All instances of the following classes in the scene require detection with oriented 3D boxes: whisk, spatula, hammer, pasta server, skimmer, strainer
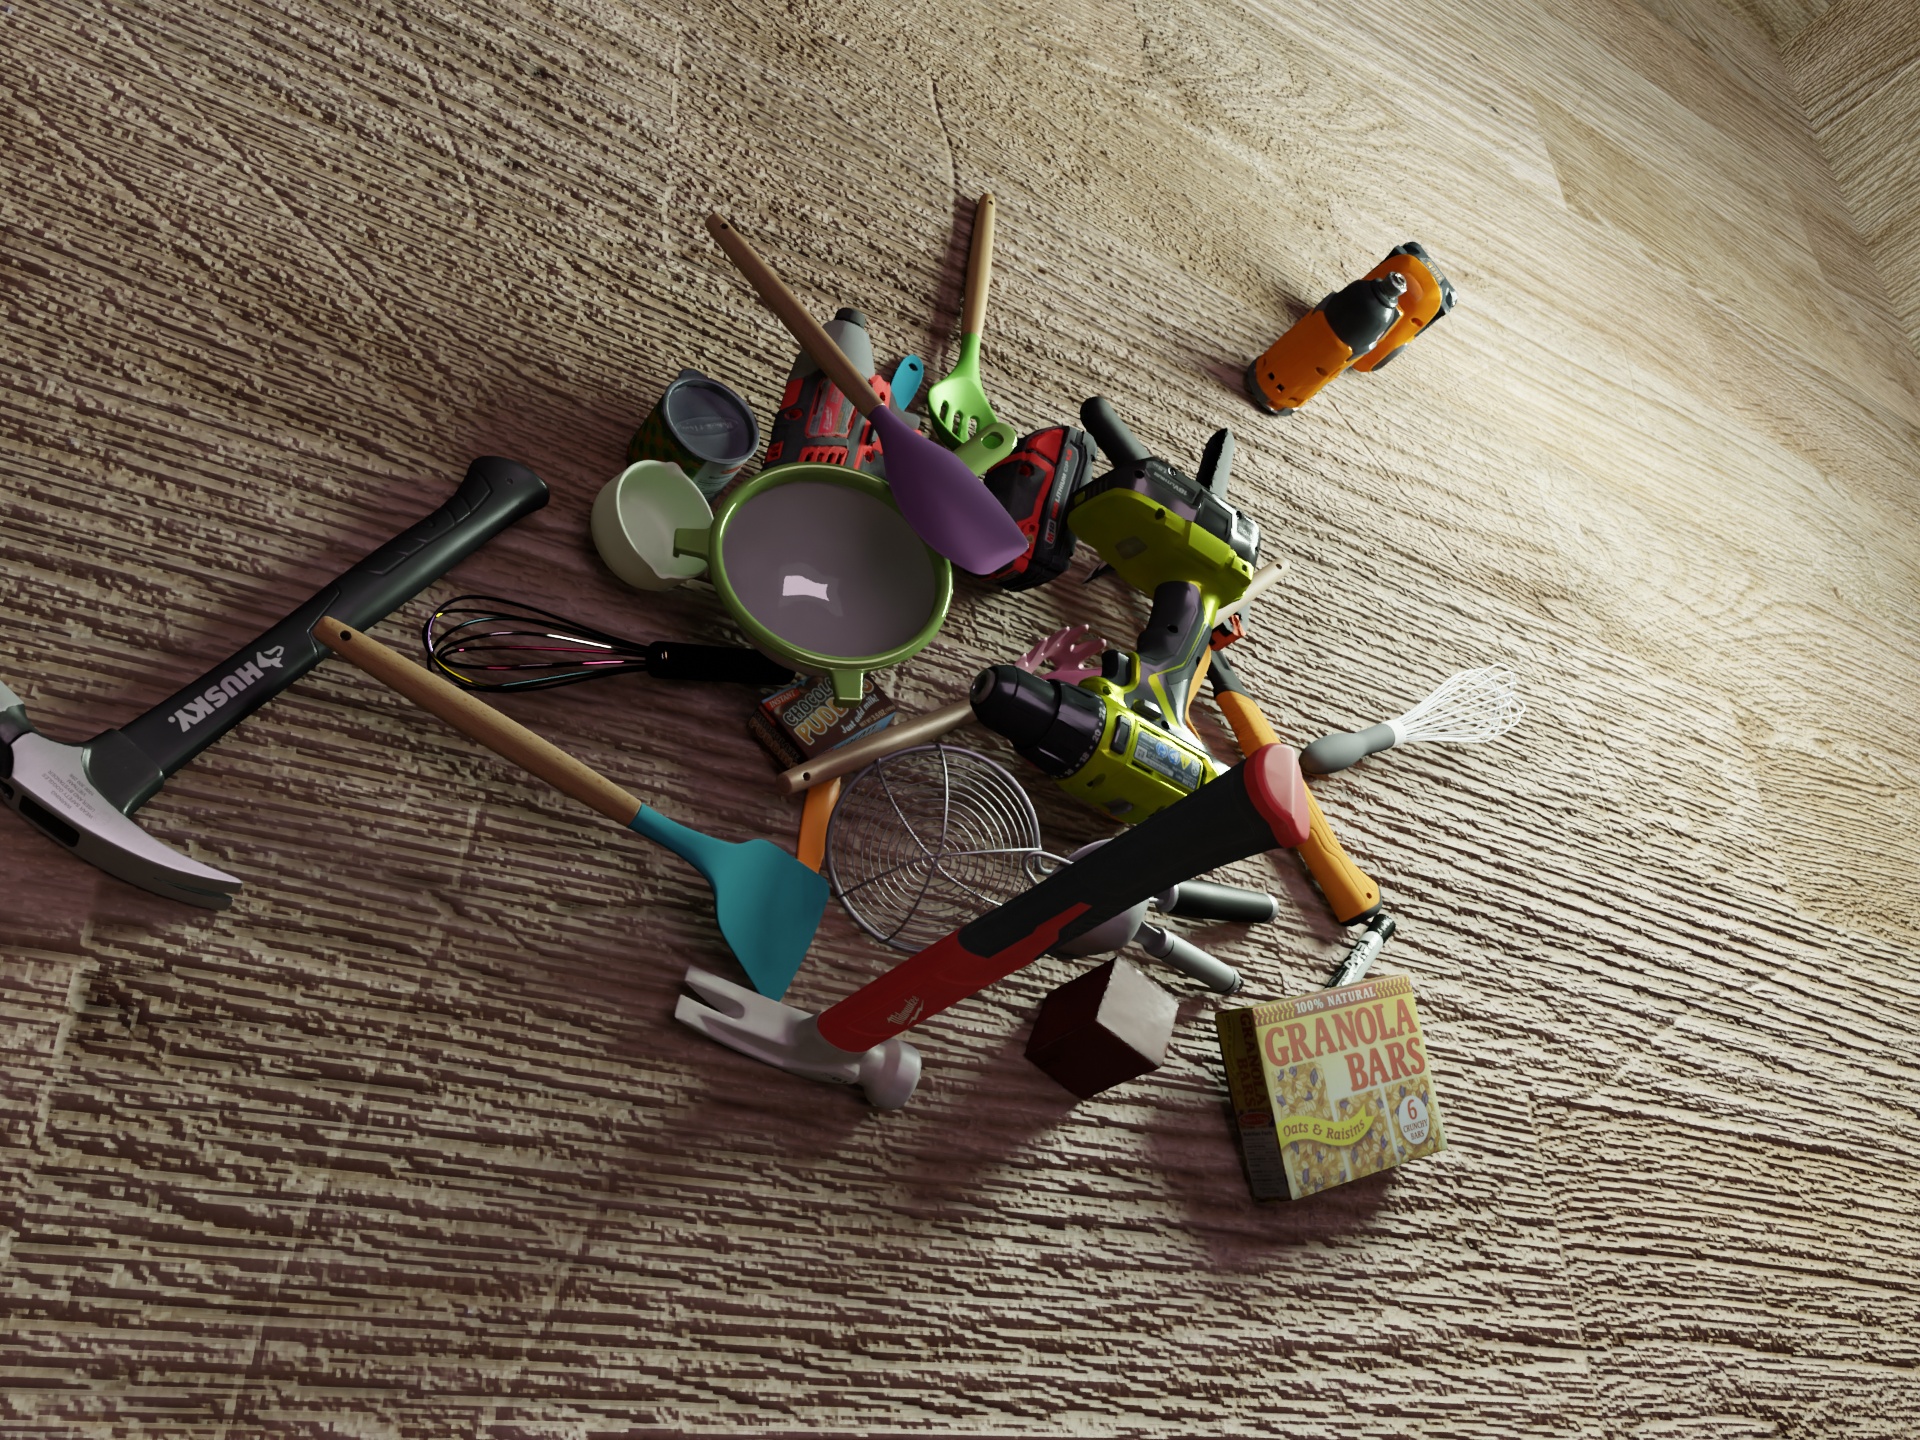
[{"bbox_3d":[-0.192,-0.032,0.907,0.244,0.051,0.047,3,24,-45],"label":"whisk"},{"bbox_3d":[-0.071,-0.213,1.013,0.060,0.018,0.316,-31,73,-24],"label":"spatula"},{"bbox_3d":[0.217,0.006,1.212,0.127,0.034,0.337,-21,78,-44],"label":"hammer"},{"bbox_3d":[0.377,0.006,1.325,0.284,0.070,0.070,-15,74,-37],"label":"whisk"},{"bbox_3d":[-0.002,-0.003,1.026,0.316,0.040,0.060,-22,94,-50],"label":"pasta server"},{"bbox_3d":[0.007,0.098,0.746,0.143,0.386,0.038,28,51,-22],"label":"hammer"},{"bbox_3d":[0.075,0.099,1.037,0.363,0.090,0.127,13,93,-45],"label":"skimmer"},{"bbox_3d":[-0.201,0.041,0.846,0.317,0.044,0.082,35,60,-18],"label":"spatula"},{"bbox_3d":[0.123,0.138,1.005,0.258,0.087,0.050,33,8,-48],"label":"strainer"},{"bbox_3d":[-0.327,-0.044,0.823,0.146,0.035,0.335,45,46,-6],"label":"hammer"},{"bbox_3d":[-0.053,-0.110,1.008,0.151,0.069,0.256,42,55,8],"label":"strainer"}]

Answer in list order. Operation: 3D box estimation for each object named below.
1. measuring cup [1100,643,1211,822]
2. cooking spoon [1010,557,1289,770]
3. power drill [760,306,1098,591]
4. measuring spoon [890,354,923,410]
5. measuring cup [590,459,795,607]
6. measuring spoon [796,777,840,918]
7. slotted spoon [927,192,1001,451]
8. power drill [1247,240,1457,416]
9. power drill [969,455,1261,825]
[{"bbox_3d":[0.138,0.004,1.139,0.095,0.052,0.174,39,45,-7],"label":"measuring cup"},{"bbox_3d":[0.142,-0.050,1.121,0.319,0.017,0.069,-33,79,-38],"label":"cooking spoon"},{"bbox_3d":[-0.022,-0.183,1.091,0.219,0.078,0.143,20,76,-25],"label":"power drill"},{"bbox_3d":[-0.051,-0.232,1.167,0.042,0.021,0.129,37,38,-16],"label":"measuring spoon"},{"bbox_3d":[-0.159,-0.099,0.992,0.167,0.038,0.083,29,52,-43],"label":"measuring cup"},{"bbox_3d":[-0.086,0.067,0.956,0.021,0.011,0.117,27,50,-23],"label":"measuring spoon"},{"bbox_3d":[0.012,-0.316,1.255,0.070,0.031,0.314,25,50,-24],"label":"slotted spoon"},{"bbox_3d":[0.377,-0.373,1.477,0.084,0.164,0.226,53,44,2],"label":"power drill"},{"bbox_3d":[0.107,-0.052,1.037,0.190,0.080,0.229,28,62,-25],"label":"power drill"}]
